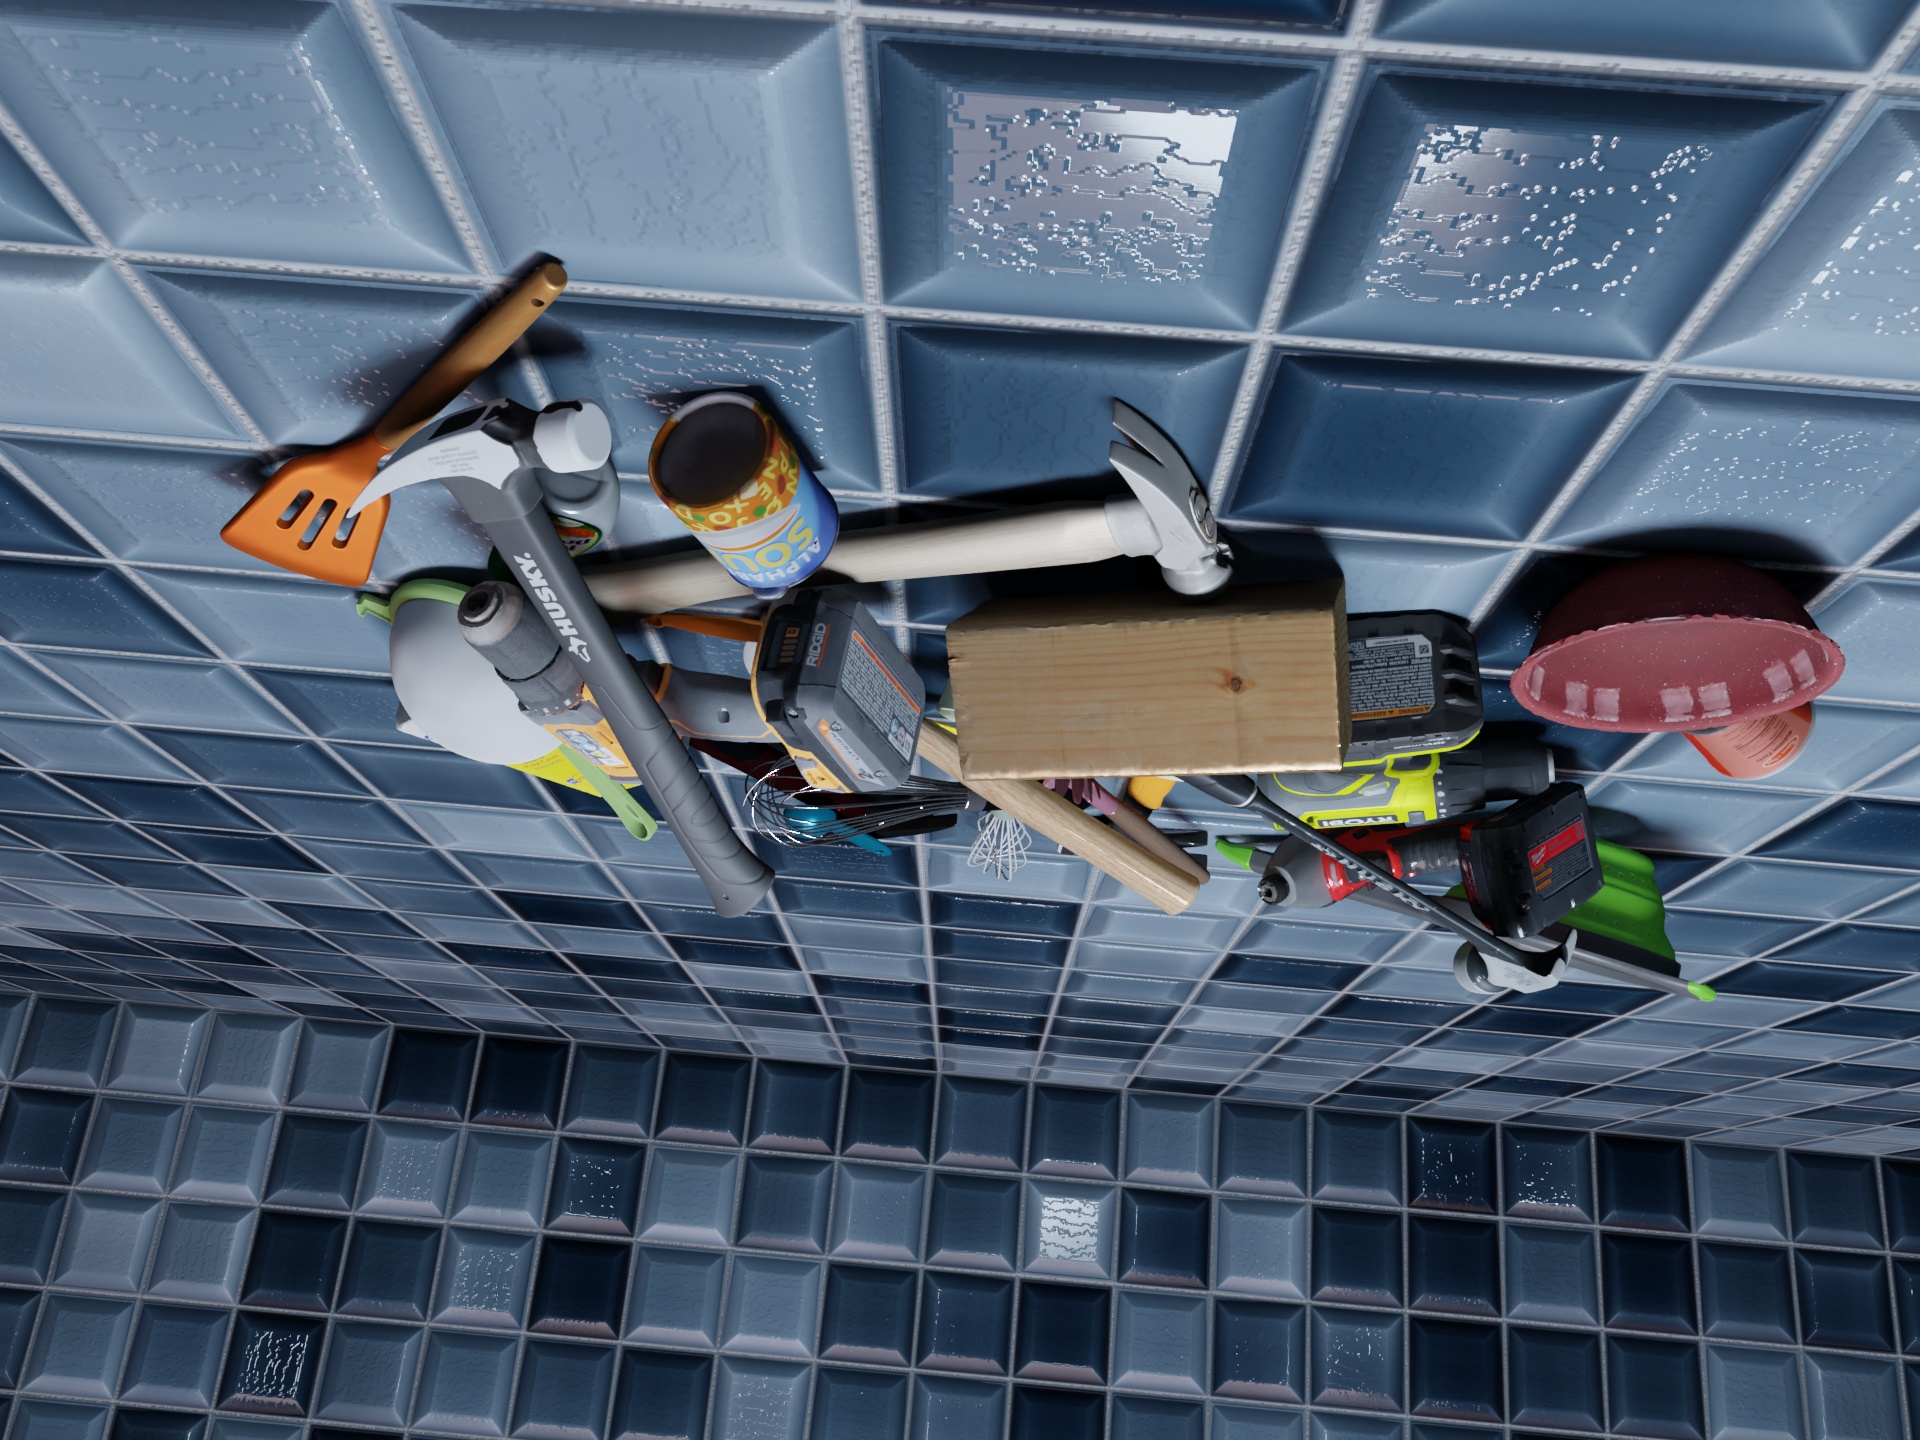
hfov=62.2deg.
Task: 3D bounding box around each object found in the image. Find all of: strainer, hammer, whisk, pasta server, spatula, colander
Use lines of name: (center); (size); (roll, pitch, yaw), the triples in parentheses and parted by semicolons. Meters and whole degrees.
strainer: (-0.286, 0.017, 1.041); (0.151, 0.069, 0.256); (2, 141, 35)
hammer: (0.150, 0.050, 1.192); (0.127, 0.034, 0.336); (6, 160, 0)
hammer: (-0.155, 0.019, 1.181); (0.143, 0.038, 0.385); (-9, 156, 31)
hammer: (0.008, 0.031, 1.021); (0.331, 0.031, 0.130); (32, 155, -7)
whisk: (0.035, 0.071, 1.266); (0.058, 0.059, 0.246); (-17, 157, -10)
hammer: (-0.182, -0.015, 0.826); (0.146, 0.035, 0.334); (-3, 132, 24)
pasta server: (0.119, 0.079, 1.177); (0.060, 0.040, 0.316); (10, 165, 35)
spatula: (-0.272, -0.140, 0.777); (0.081, 0.041, 0.322); (21, 154, -35)
hammer: (0.186, 0.054, 0.967); (0.409, 0.036, 0.149); (31, 169, -1)
whisk: (-0.020, 0.052, 1.111); (0.284, 0.070, 0.070); (1, 165, -32)
hammer: (-0.070, -0.092, 0.862); (0.411, 0.038, 0.146); (-4, 156, 25)
colander: (0.397, 0.118, 1.264); (0.397, 0.094, 0.204); (15, 175, 30)

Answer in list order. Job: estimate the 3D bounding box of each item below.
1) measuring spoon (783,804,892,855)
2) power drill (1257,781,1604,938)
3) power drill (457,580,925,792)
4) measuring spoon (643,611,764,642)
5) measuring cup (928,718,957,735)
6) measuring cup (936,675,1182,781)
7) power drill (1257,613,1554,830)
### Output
measuring spoon: (-0.096, 0.097, 1.287); (0.042, 0.021, 0.128); (-12, 153, 32)
power drill: (0.323, 0.099, 1.128); (0.143, 0.078, 0.220); (-20, -172, -38)
power drill: (-0.155, -0.024, 0.901); (0.226, 0.084, 0.185); (0, 153, 24)
measuring spoon: (-0.150, -0.061, 0.966); (0.117, 0.011, 0.021); (9, 148, 32)
measuring cup: (-0.002, -0.004, 1.100); (0.156, 0.029, 0.062); (13, 159, -12)
measuring cup: (0.069, 0.001, 1.029); (0.167, 0.038, 0.083); (16, 173, 4)
power drill: (0.274, 0.012, 1.003); (0.190, 0.080, 0.228); (-6, 160, 17)
